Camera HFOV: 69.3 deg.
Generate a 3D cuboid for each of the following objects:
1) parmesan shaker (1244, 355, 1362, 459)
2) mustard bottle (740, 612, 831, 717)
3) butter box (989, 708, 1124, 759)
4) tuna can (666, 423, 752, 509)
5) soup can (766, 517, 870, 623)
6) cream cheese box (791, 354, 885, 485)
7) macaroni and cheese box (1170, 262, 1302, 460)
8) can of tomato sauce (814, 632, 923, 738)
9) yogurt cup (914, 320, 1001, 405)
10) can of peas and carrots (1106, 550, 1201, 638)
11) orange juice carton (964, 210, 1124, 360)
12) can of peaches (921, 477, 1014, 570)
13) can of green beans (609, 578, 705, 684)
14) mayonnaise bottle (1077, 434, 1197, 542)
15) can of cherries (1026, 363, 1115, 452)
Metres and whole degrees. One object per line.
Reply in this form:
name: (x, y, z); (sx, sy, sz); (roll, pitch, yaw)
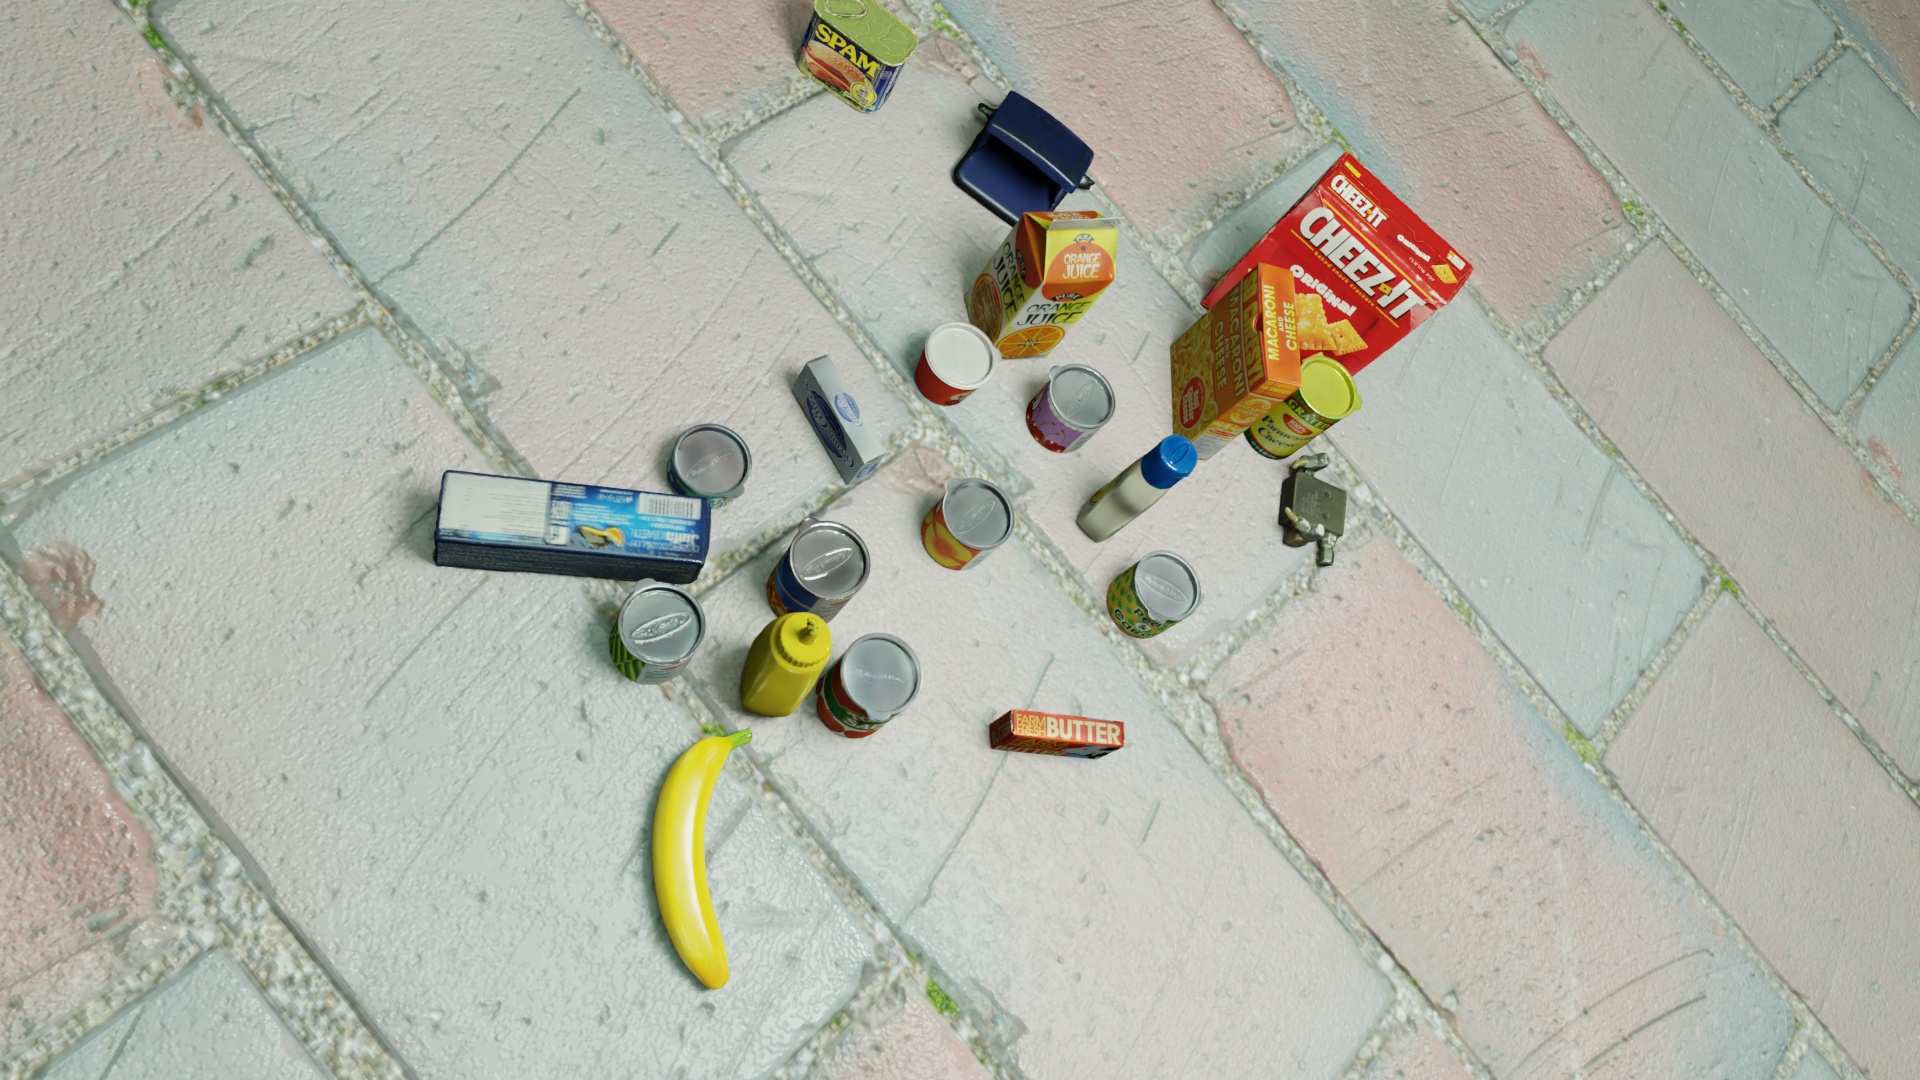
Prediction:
parmesan shaker: (0.332, -0.126, 1.357); (0.071, 0.102, 0.071); (8, 67, -19)
mustard bottle: (-0.129, 0.089, 1.050); (0.049, 0.159, 0.065); (13, 65, -17)
butter box: (0.081, 0.163, 1.166); (0.103, 0.053, 0.024); (9, 67, -19)
tuna can: (-0.207, -0.059, 1.152); (0.071, 0.032, 0.071); (8, 66, -19)
soup can: (-0.117, 0.027, 1.124); (0.071, 0.083, 0.071); (8, 67, -19)
cream cheese box: (-0.106, -0.103, 1.200); (0.024, 0.053, 0.104); (-26, 81, -28)
macaroni and cheese box: (0.254, -0.164, 1.305); (0.040, 0.165, 0.124); (10, 66, -18)
can of tomato sauce: (-0.074, 0.119, 1.104); (0.071, 0.082, 0.071); (8, 67, -19)
yogurt cup: (-0.008, -0.158, 1.261); (0.072, 0.053, 0.072); (8, 67, -19)
can of peas and carrots: (0.172, 0.051, 1.245); (0.071, 0.058, 0.071); (8, 67, -19)
orange juice carton: (0.075, -0.237, 1.247); (0.072, 0.192, 0.073); (-7, 72, -24)
can of peaches: (0.004, -0.015, 1.205); (0.071, 0.057, 0.071); (8, 67, -19)
can of green beans: (-0.235, 0.073, 1.073); (0.071, 0.057, 0.071); (8, 67, -19)
mayonnaise bottle: (0.158, -0.048, 1.229); (0.041, 0.147, 0.065); (45, 60, 0)
can of cherries: (0.100, -0.124, 1.288); (0.071, 0.058, 0.072); (8, 67, -19)
